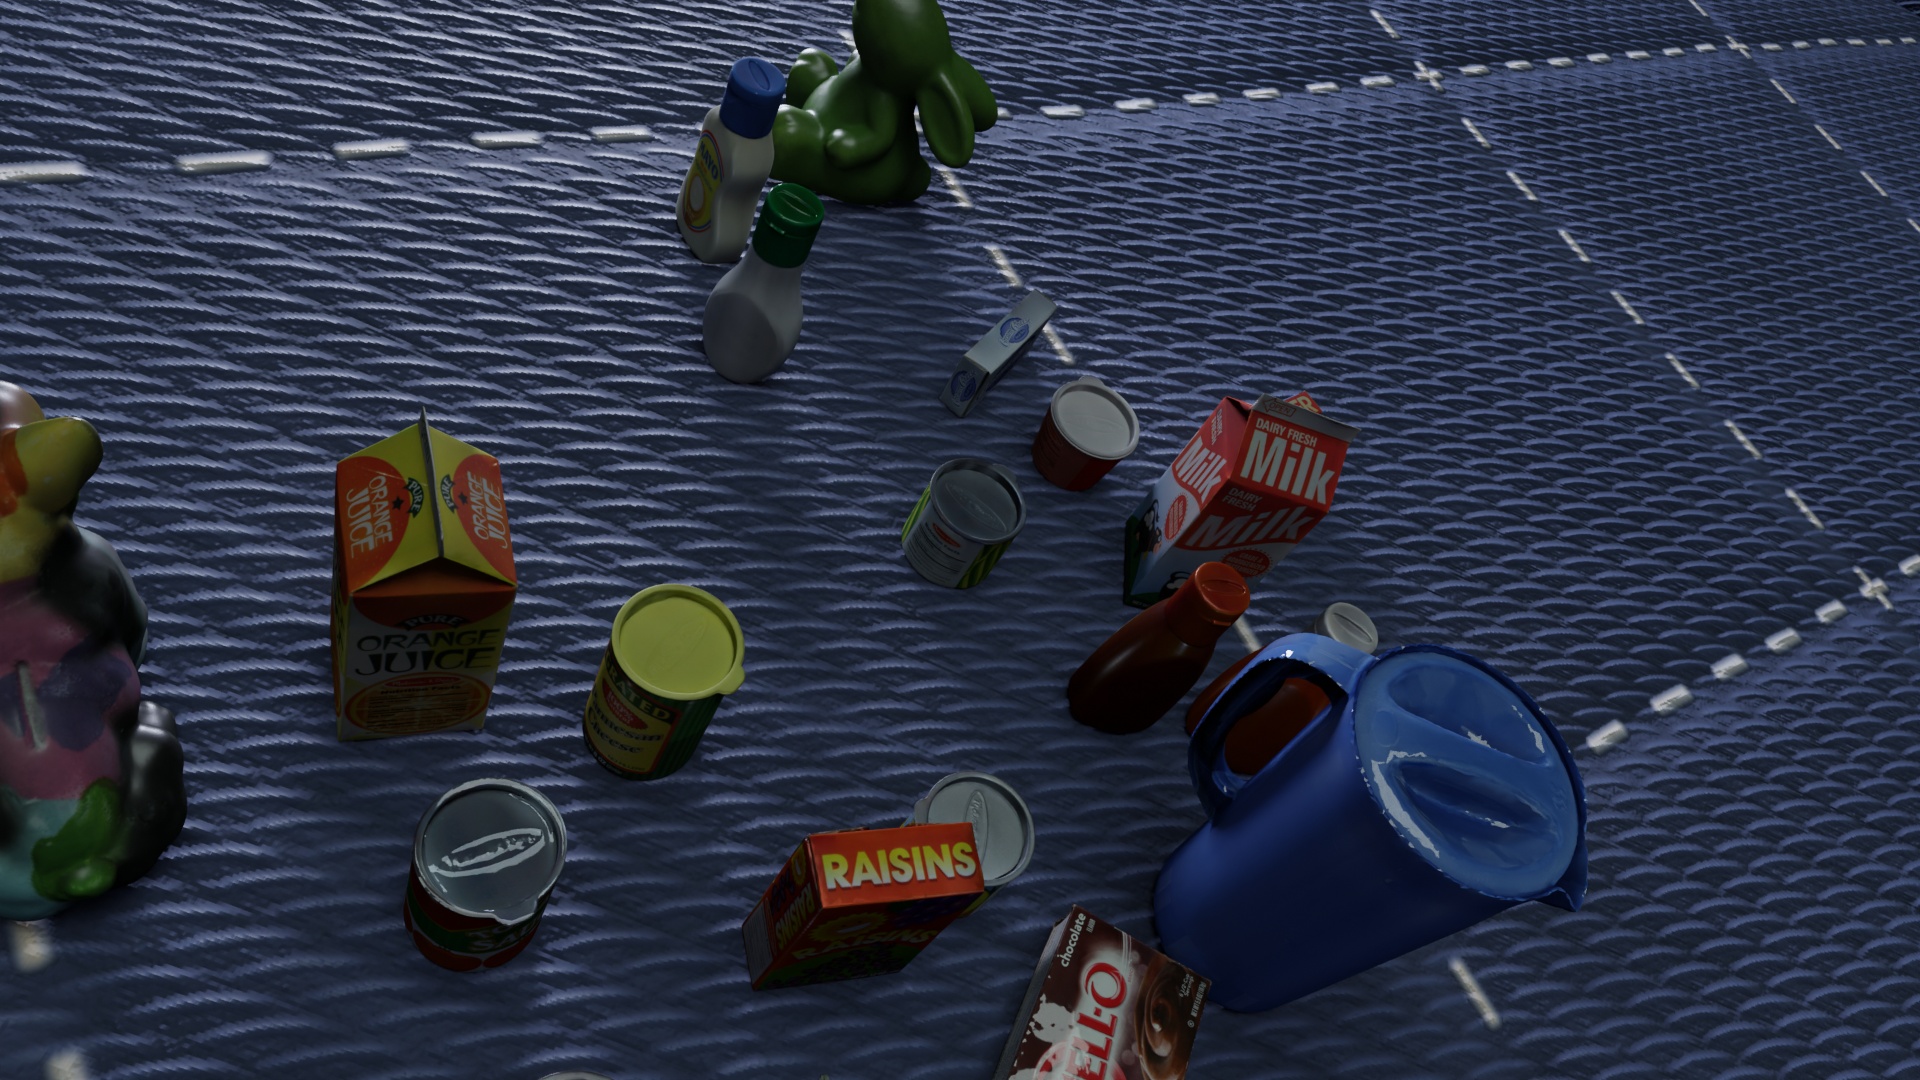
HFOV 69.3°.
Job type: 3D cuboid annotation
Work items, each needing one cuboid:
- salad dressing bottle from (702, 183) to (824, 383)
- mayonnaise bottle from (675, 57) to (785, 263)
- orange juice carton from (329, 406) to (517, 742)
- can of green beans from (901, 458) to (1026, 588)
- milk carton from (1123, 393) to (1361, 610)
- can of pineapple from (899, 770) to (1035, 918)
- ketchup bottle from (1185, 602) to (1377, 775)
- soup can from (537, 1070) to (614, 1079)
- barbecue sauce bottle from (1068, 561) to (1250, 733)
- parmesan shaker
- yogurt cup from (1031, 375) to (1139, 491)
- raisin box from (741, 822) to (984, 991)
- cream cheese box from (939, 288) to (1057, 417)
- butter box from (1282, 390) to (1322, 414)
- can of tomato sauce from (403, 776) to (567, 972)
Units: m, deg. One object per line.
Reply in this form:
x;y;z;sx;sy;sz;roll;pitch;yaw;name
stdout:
-0.125;-0.163;0.891;0.064;0.147;0.044;34;49;0;salad dressing bottle
-0.156;-0.259;0.945;0.041;0.147;0.065;-14;64;-32;mayonnaise bottle
-0.259;0.022;0.665;0.073;0.191;0.072;-2;58;-27;orange juice carton
0.002;-0.010;0.901;0.071;0.057;0.071;13;52;-17;can of green beans
0.179;-0.026;0.909;0.072;0.189;0.074;17;51;-14;milk carton
-0.001;0.168;0.771;0.071;0.057;0.071;13;52;-17;can of pineapple
0.201;0.091;0.863;0.065;0.148;0.044;36;49;1;ketchup bottle
-0.175;0.271;0.597;0.071;0.083;0.072;13;52;-17;soup can
0.123;0.067;0.843;0.065;0.147;0.044;9;54;-20;barbecue sauce bottle
-0.157;0.079;0.731;0.071;0.102;0.071;13;52;-17;parmesan shaker
0.086;-0.072;0.987;0.072;0.053;0.073;13;52;-17;yogurt cup
-0.051;0.183;0.693;0.086;0.122;0.040;1;57;-25;raisin box
0.028;-0.136;1.006;0.024;0.053;0.104;39;49;4;cream cheese box
0.225;-0.078;1.059;0.104;0.052;0.024;-23;69;-36;butter box
-0.224;0.160;0.654;0.071;0.082;0.071;13;52;-17;can of tomato sauce
